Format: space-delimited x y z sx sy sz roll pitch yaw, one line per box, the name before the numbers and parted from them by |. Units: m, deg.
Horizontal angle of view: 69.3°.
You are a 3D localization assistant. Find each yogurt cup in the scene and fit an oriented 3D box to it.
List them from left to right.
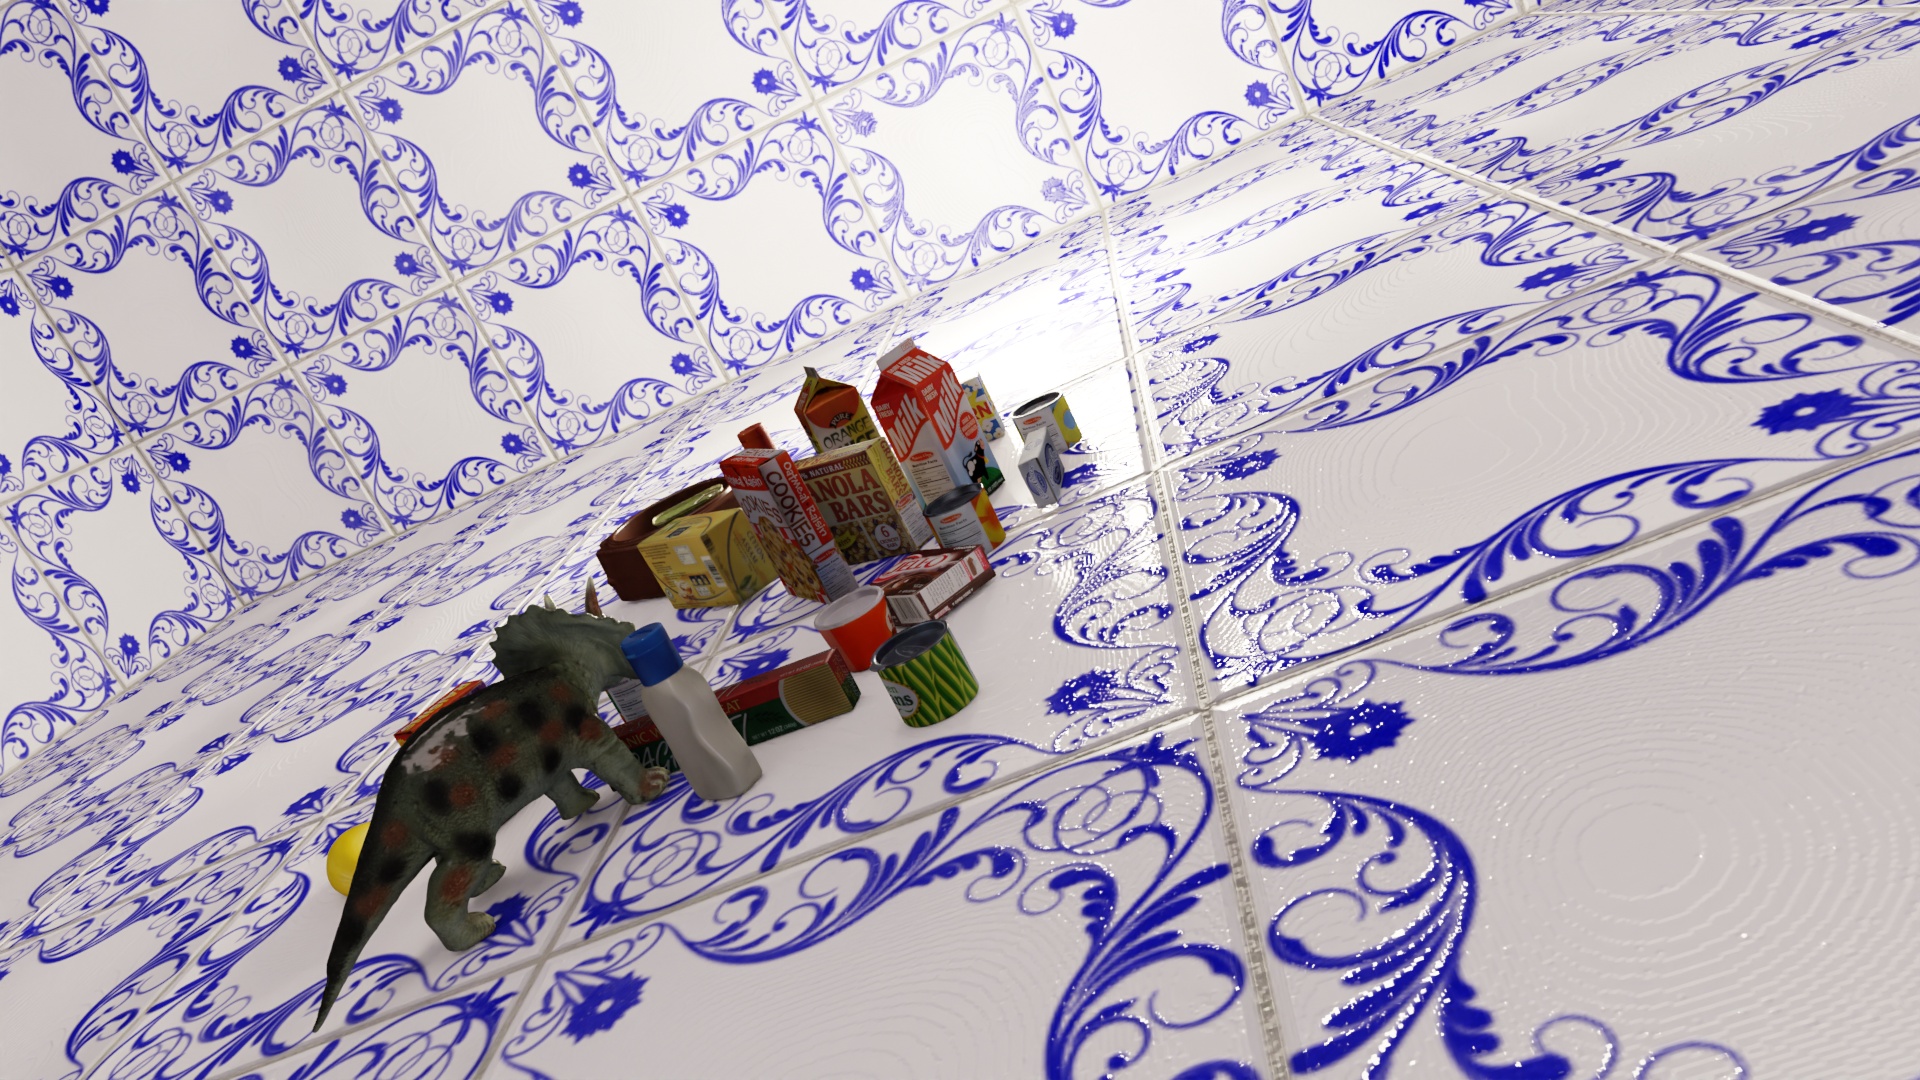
yogurt cup | -0.089 0.080 1.231 0.072 0.053 0.072 -24 17 8

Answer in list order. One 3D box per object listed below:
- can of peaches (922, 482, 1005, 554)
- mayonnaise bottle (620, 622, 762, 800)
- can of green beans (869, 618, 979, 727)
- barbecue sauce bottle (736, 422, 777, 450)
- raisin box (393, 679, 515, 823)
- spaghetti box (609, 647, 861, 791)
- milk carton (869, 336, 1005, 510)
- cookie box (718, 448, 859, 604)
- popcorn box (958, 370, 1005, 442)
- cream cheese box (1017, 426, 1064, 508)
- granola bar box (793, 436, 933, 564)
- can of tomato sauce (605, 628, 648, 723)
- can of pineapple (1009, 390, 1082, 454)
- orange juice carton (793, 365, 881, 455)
can of peaches | 0.005 -0.017 1.377 0.071 0.058 0.071 -24 17 8
mayonnaise bottle | -0.215 0.135 1.092 0.064 0.147 0.041 -12 22 40
can of green beans | -0.027 0.102 1.069 0.071 0.057 0.071 -24 17 8
barbecue sauce bottle | -0.229 -0.076 1.738 0.044 0.148 0.065 -36 19 -29
raisin box | -0.449 0.202 1.278 0.040 0.123 0.086 -13 21 39
spaghetti box | -0.205 0.155 1.186 0.250 0.050 0.029 -21 17 18
milk carton | -0.033 -0.126 1.526 0.073 0.190 0.073 -12 22 41
cookie box | -0.182 -0.016 1.459 0.040 0.167 0.123 -34 18 -22
popcorn box | -0.018 -0.149 1.755 0.126 0.085 0.038 -24 17 9
cream cheese box | 0.085 -0.076 1.442 0.024 0.053 0.104 -21 17 17
granola bar box | -0.124 -0.037 1.509 0.165 0.124 0.039 -12 22 40
can of tomato sauce | -0.306 0.136 1.334 0.071 0.083 0.071 -24 17 8
can of pineapple | 0.098 -0.131 1.578 0.071 0.057 0.071 -24 17 8
orange juice carton | -0.140 -0.125 1.678 0.073 0.192 0.072 -30 17 -10
